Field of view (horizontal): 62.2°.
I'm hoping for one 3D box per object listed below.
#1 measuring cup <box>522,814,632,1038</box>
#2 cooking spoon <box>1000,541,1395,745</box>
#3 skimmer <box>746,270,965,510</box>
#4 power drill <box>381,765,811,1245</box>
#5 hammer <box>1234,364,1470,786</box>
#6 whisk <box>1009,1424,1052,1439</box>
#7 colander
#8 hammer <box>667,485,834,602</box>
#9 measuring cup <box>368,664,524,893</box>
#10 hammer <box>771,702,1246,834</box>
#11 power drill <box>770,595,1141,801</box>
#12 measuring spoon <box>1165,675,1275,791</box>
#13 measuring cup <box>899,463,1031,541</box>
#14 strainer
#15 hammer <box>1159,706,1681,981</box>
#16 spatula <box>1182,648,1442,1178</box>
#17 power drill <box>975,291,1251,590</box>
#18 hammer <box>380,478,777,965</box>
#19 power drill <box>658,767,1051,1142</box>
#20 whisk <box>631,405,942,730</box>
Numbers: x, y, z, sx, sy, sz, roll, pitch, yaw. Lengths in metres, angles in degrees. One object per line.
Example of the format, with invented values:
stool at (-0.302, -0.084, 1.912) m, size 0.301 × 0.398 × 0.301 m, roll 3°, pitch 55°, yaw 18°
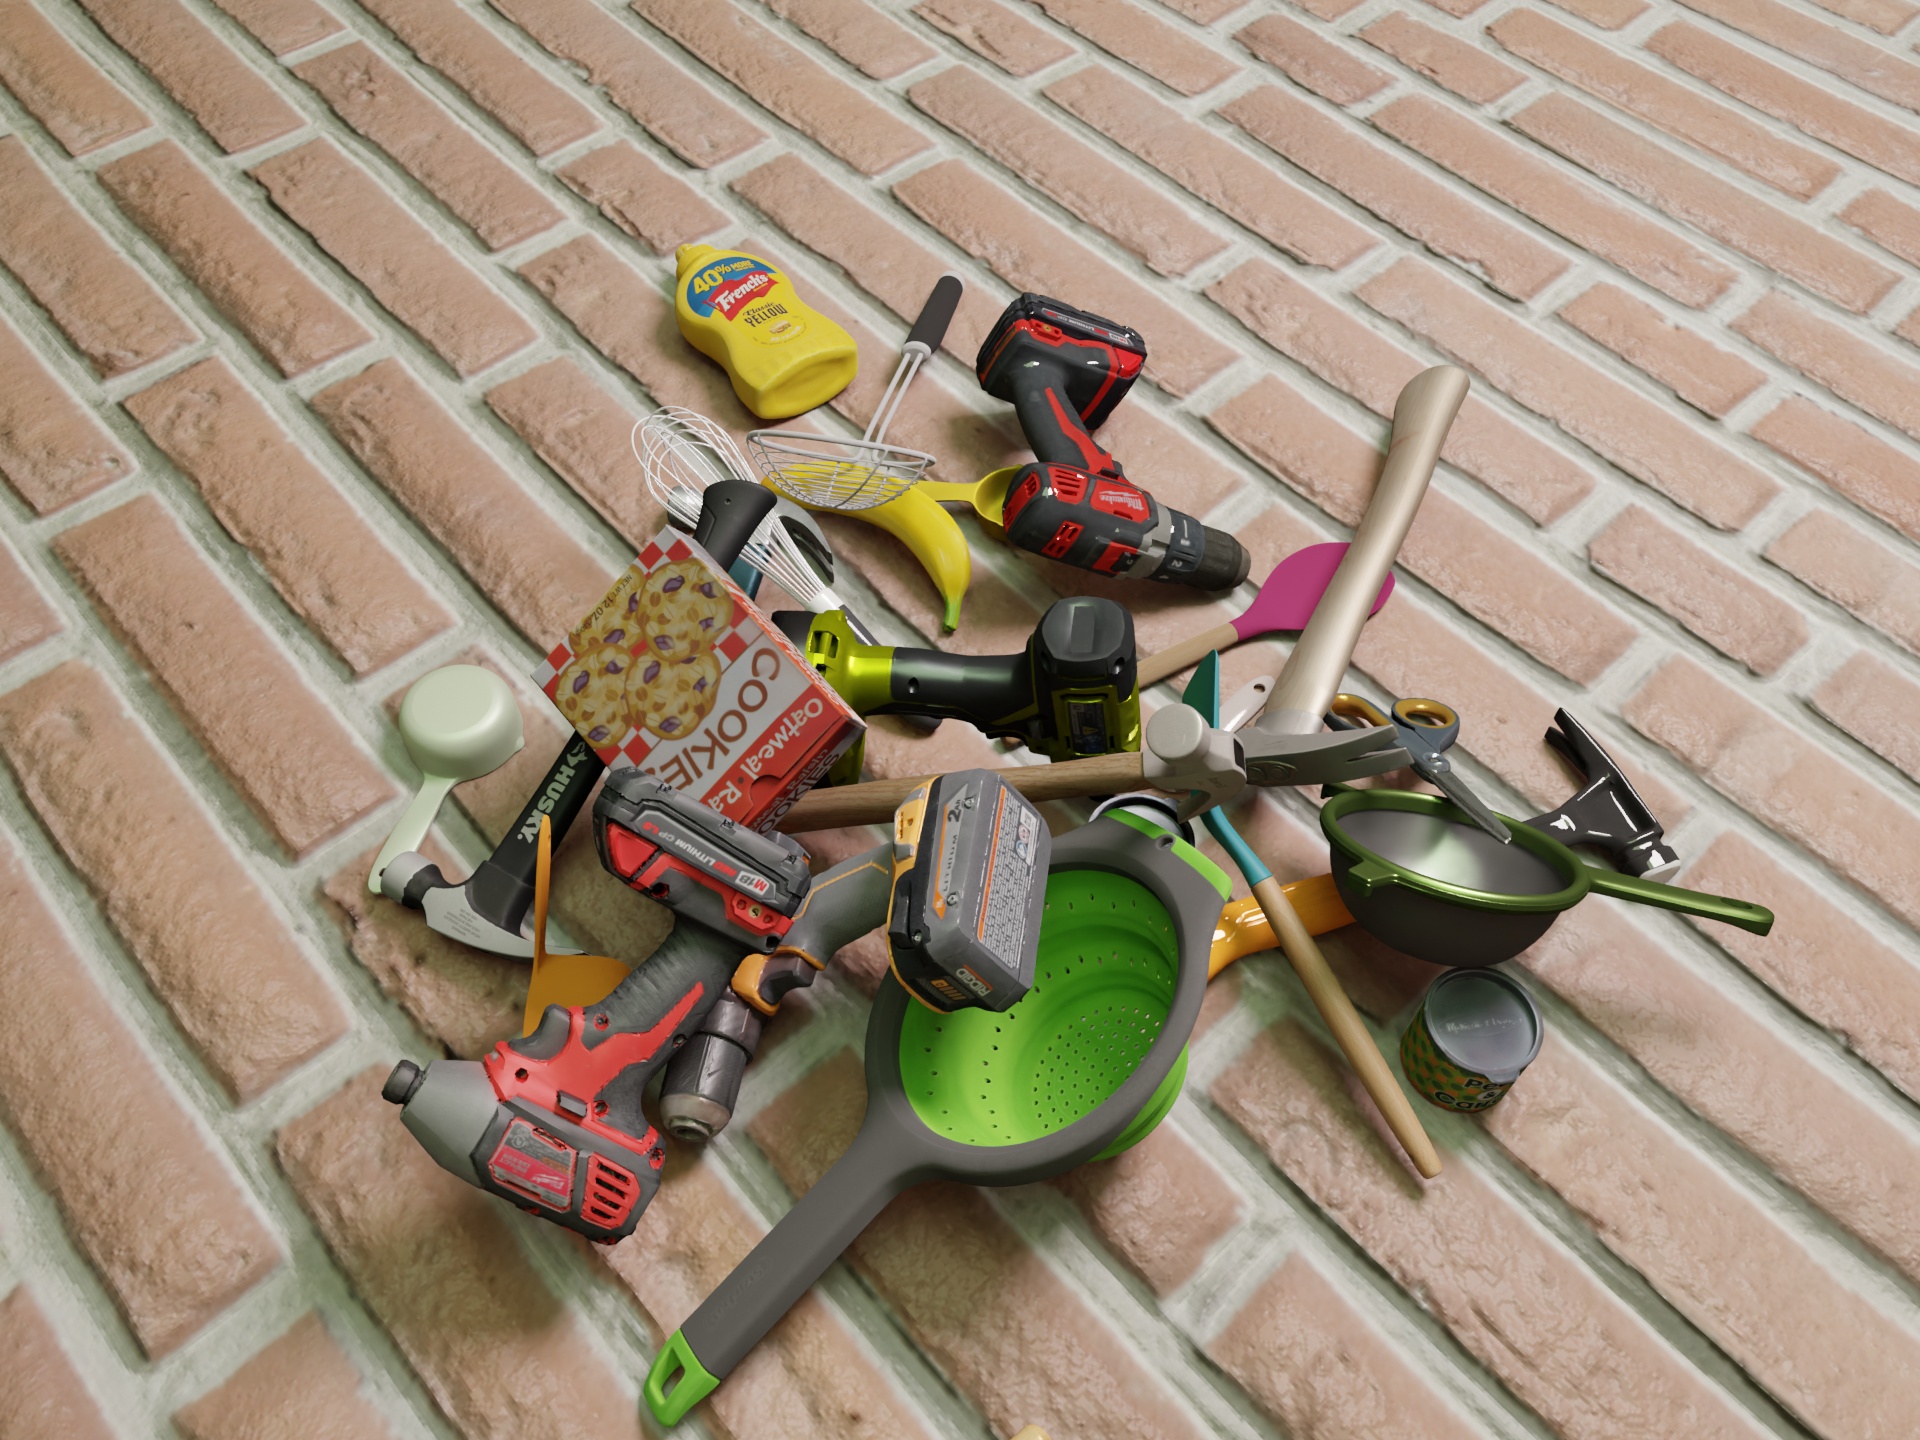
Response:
measuring cup at (-0.204, 0.134, 0.867) m, size 0.052 × 0.173 × 0.095 m, roll 4°, pitch 18°, yaw -3°
cooking spoon at (0.166, -0.051, 1.094) m, size 0.319 × 0.017 × 0.069 m, roll -24°, pitch 66°, yaw -18°
skimmer at (-0.049, -0.265, 1.163) m, size 0.127 × 0.090 × 0.364 m, roll 8°, pitch 43°, yaw 11°
power drill at (-0.182, 0.140, 0.805) m, size 0.143 × 0.078 × 0.220 m, roll 31°, pitch 82°, yaw -15°
hammer at (0.286, -0.113, 1.076) m, size 0.146 × 0.038 × 0.411 m, roll -7°, pitch 41°, yaw 43°
whisk at (-0.049, 0.416, 0.737) m, size 0.245 × 0.047 × 0.051 m, roll -32°, pitch 60°, yaw -26°
colander at (0.000, 0.228, 0.849) m, size 0.397 × 0.094 × 0.205 m, roll -45°, pitch 37°, yaw -9°
hammer at (-0.167, -0.028, 1.061) m, size 0.128 × 0.033 × 0.331 m, roll 6°, pitch 54°, yaw 5°
measuring cup at (-0.337, 0.033, 1.008) m, size 0.083 × 0.038 × 0.168 m, roll 12°, pitch 53°, yaw 7°
hammer at (0.005, 0.042, 0.928) m, size 0.331 × 0.130 × 0.031 m, roll -8°, pitch 71°, yaw 26°
power drill at (-0.002, -0.003, 0.976) m, size 0.223 × 0.171 × 0.080 m, roll 1°, pitch 55°, yaw 10°
measuring spoon at (0.170, 0.003, 1.055) m, size 0.034 × 0.018 × 0.124 m, roll 38°, pitch 61°, yaw 23°
measuring cup at (-0.008, -0.159, 1.170) m, size 0.156 × 0.029 × 0.062 m, roll 4°, pitch 54°, yaw 16°
strainer at (0.325, 0.108, 0.906) m, size 0.256 × 0.069 × 0.151 m, roll 12°, pitch 19°, yaw 3°
hammer at (0.269, 0.091, 0.984) m, size 0.337 × 0.034 × 0.127 m, roll -16°, pitch 57°, yaw -13°
spatula at (0.197, 0.111, 0.917) m, size 0.044 × 0.082 × 0.318 m, roll -23°, pitch 73°, yaw -16°
power drill at (0.107, -0.189, 1.139) m, size 0.187 × 0.080 × 0.227 m, roll 13°, pitch 47°, yaw -27°
hammer at (-0.208, -0.005, 0.975) m, size 0.146 × 0.035 × 0.335 m, roll 26°, pitch 77°, yaw 20°
power drill at (-0.070, 0.130, 0.869) m, size 0.226 × 0.084 × 0.185 m, roll -17°, pitch 45°, yaw 32°
whisk at (-0.113, -0.098, 1.055) m, size 0.284 × 0.070 × 0.070 m, roll 47°, pitch 63°, yaw 2°
